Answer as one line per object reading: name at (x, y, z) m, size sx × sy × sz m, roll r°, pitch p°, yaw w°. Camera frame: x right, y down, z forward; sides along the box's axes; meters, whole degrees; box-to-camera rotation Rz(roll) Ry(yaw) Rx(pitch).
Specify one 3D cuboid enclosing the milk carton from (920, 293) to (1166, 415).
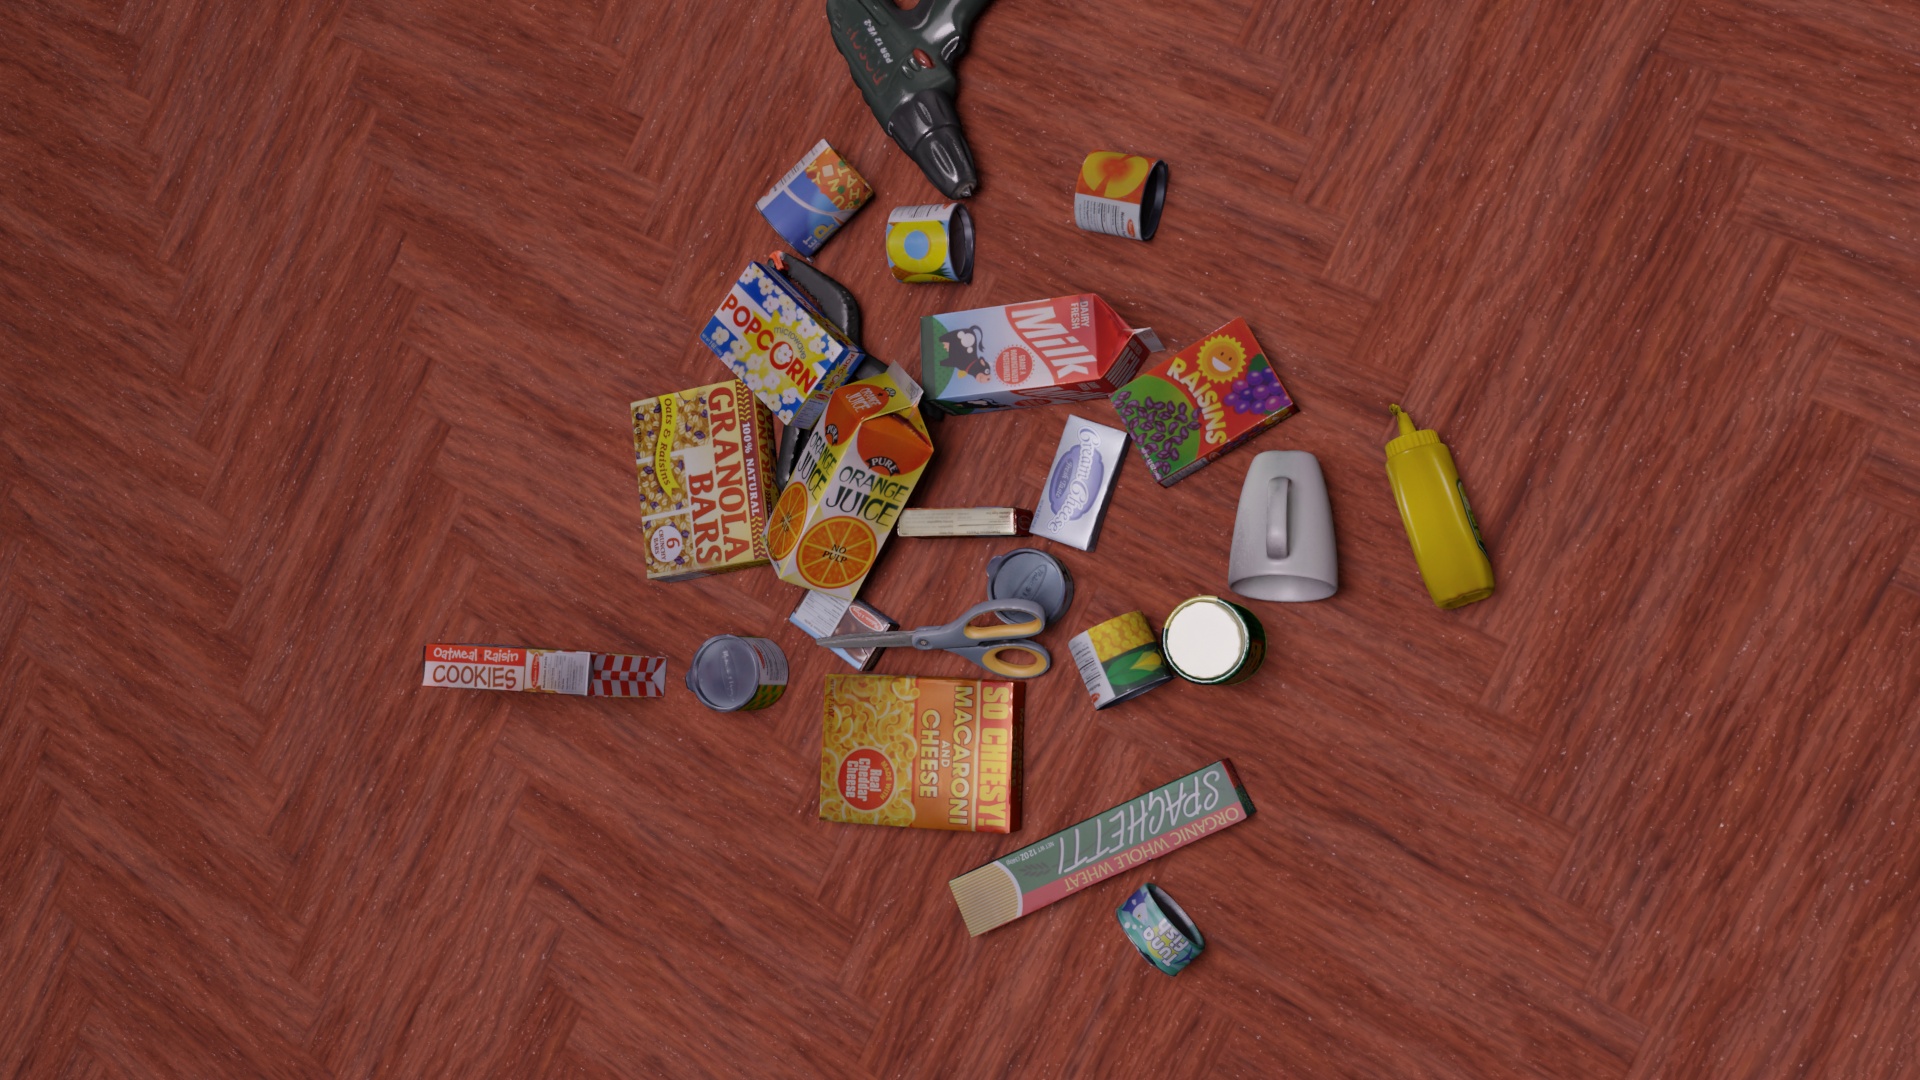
milk carton at (0.068, -0.152, 1.135) m, size 0.190 × 0.072 × 0.073 m, roll -5°, pitch 83°, yaw 18°

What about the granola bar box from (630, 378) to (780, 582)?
granola bar box at (-0.226, -0.054, 1.241) m, size 0.124 × 0.039 × 0.165 m, roll -10°, pitch 81°, yaw 17°

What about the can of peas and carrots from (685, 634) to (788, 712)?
can of peas and carrots at (-0.192, 0.115, 1.201) m, size 0.071 × 0.059 × 0.071 m, roll -2°, pitch 84°, yaw 19°

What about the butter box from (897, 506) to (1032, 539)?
butter box at (0.004, -0.014, 1.152) m, size 0.103 × 0.053 × 0.024 m, roll -1°, pitch 87°, yaw 19°

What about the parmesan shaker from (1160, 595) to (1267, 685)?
parmesan shaker at (0.190, 0.079, 1.052) m, size 0.071 × 0.103 × 0.071 m, roll -2°, pitch 84°, yaw 19°

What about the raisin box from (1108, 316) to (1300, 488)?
raisin box at (0.193, -0.109, 1.106) m, size 0.123 × 0.040 × 0.086 m, roll -31°, pitch 75°, yaw 14°

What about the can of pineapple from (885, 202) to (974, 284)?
can of pineapple at (-0.025, -0.250, 1.181) m, size 0.058 × 0.071 × 0.071 m, roll 1°, pitch 85°, yaw 19°

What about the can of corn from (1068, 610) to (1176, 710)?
can of corn at (0.128, 0.094, 1.093) m, size 0.071 × 0.071 × 0.058 m, roll -27°, pitch 76°, yaw 14°

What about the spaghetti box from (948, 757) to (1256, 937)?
spaghetti box at (0.109, 0.244, 1.101) m, size 0.250 × 0.028 × 0.050 m, roll -27°, pitch 77°, yaw 14°

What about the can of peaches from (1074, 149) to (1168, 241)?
can of peaches at (0.131, -0.283, 1.133) m, size 0.058 × 0.071 × 0.071 m, roll 15°, pitch 89°, yaw 20°

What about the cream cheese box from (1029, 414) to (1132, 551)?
cream cheese box at (0.099, -0.047, 1.139) m, size 0.053 × 0.024 × 0.103 m, roll 19°, pitch 91°, yaw 18°

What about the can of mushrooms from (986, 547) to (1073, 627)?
can of mushrooms at (0.056, 0.038, 1.139) m, size 0.071 × 0.033 × 0.071 m, roll -2°, pitch 84°, yaw 19°

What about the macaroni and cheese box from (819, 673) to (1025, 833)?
macaroni and cheese box at (-0.031, 0.174, 1.150) m, size 0.166 × 0.040 × 0.124 m, roll 0°, pitch 84°, yaw 19°

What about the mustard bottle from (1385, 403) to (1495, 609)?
mustard bottle at (0.350, -0.031, 1.032) m, size 0.048 × 0.065 × 0.160 m, roll -20°, pitch 74°, yaw 20°

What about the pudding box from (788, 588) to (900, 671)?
pudding box at (-0.100, 0.070, 1.190) m, size 0.084 × 0.030 × 0.049 m, roll 33°, pitch 94°, yaw 19°

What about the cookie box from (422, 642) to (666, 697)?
cookie box at (-0.365, 0.114, 1.226) m, size 0.167 × 0.123 × 0.040 m, roll 1°, pitch 84°, yaw 19°

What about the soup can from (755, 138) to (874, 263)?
soup can at (-0.126, -0.298, 1.222) m, size 0.083 × 0.071 × 0.071 m, roll -42°, pitch 73°, yaw 10°

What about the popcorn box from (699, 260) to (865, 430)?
popcorn box at (-0.154, -0.167, 1.190) m, size 0.127 × 0.038 × 0.085 m, roll 45°, pitch 106°, yaw 20°

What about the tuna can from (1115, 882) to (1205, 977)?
tuna can at (0.152, 0.297, 1.058) m, size 0.033 × 0.071 × 0.071 m, roll -45°, pitch 73°, yaw 9°

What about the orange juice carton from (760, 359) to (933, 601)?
orange juice carton at (-0.087, -0.054, 1.144) m, size 0.192 × 0.073 × 0.072 m, roll -61°, pitch 32°, yaw 16°
